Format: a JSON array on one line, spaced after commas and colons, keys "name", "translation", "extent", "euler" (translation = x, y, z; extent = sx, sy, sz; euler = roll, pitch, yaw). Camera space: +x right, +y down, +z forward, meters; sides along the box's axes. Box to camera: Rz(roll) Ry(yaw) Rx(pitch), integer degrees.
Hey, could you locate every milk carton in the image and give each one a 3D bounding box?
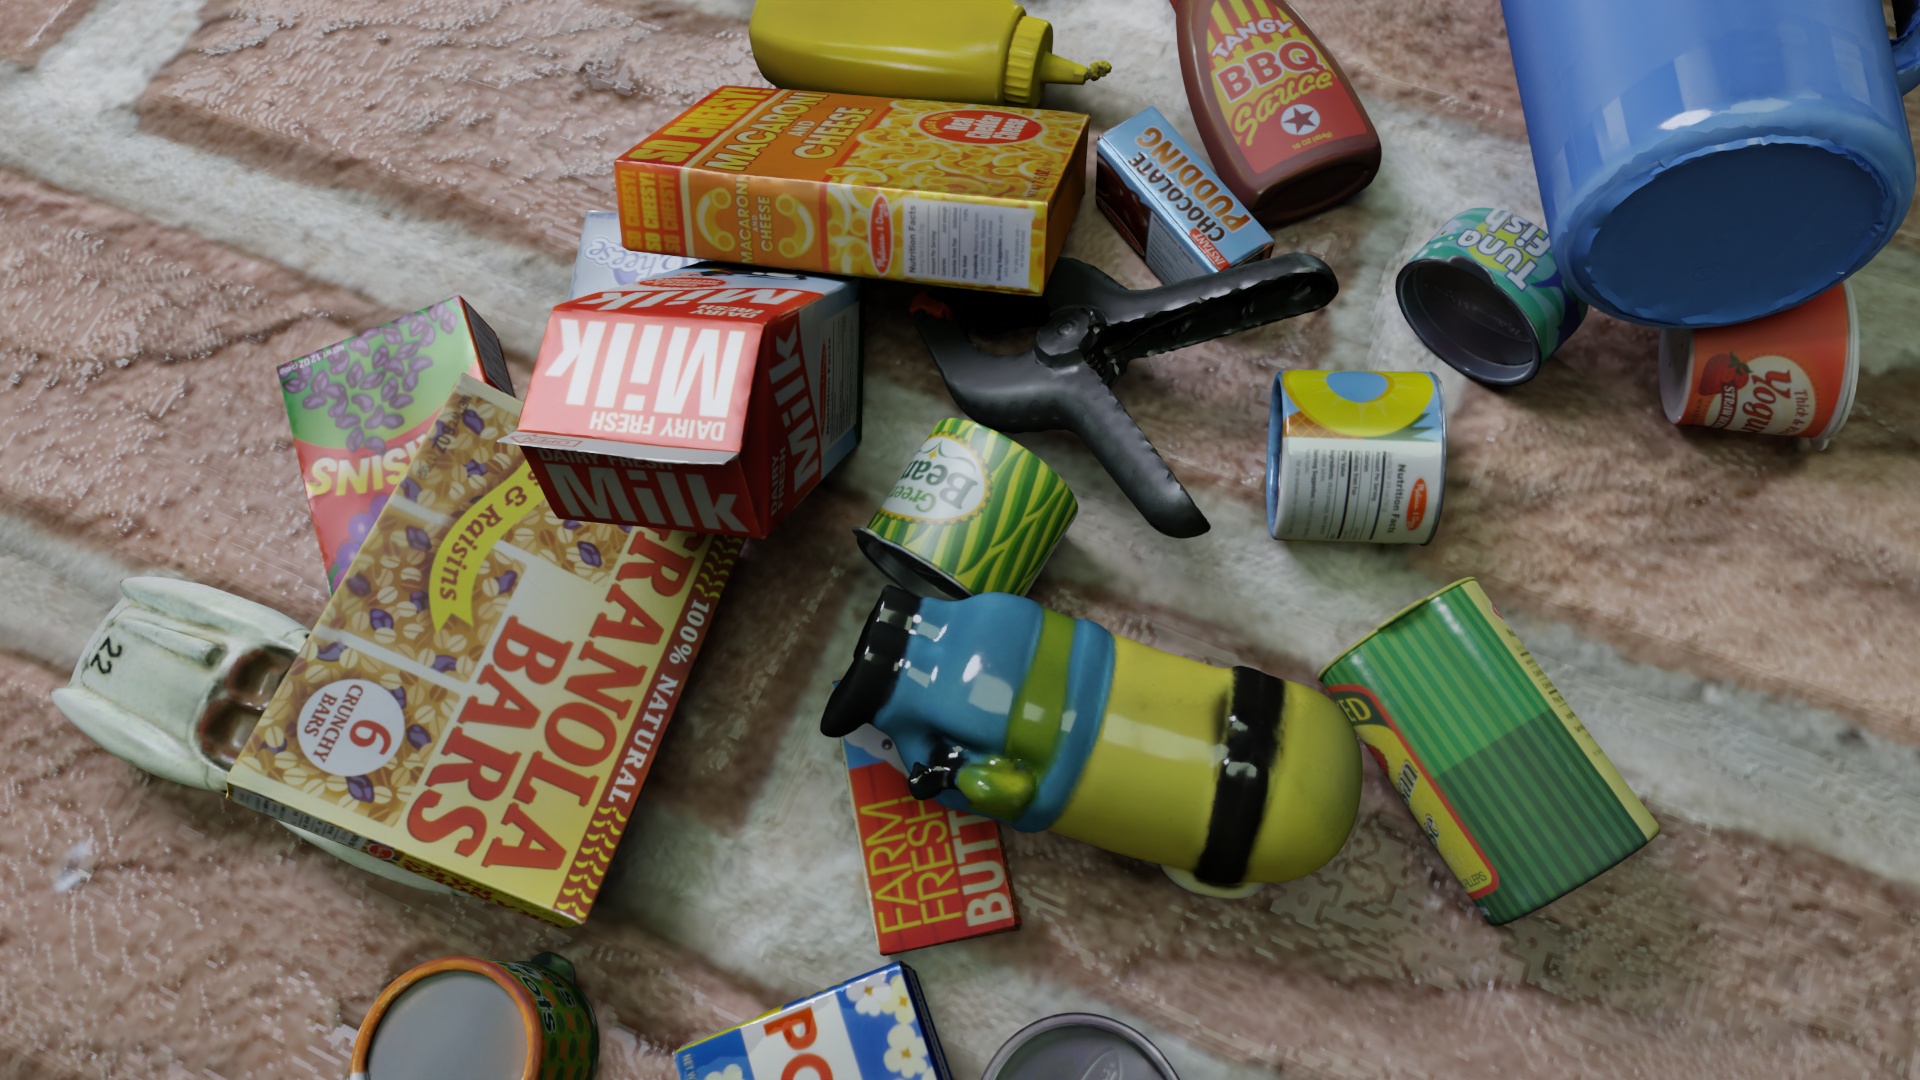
[{"name": "milk carton", "translation": [-0.088, -0.052, 0.491], "extent": [0.072, 0.191, 0.073], "euler": [5, 107, 7]}]

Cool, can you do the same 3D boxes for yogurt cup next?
[{"name": "yogurt cup", "translation": [0.300, -0.072, 0.528], "extent": [0.054, 0.072, 0.072], "euler": [0, 70, 15]}]

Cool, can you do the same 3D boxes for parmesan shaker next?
[{"name": "parmesan shaker", "translation": [0.181, 0.073, 0.483], "extent": [0.071, 0.071, 0.103], "euler": [-29, 70, -5]}]

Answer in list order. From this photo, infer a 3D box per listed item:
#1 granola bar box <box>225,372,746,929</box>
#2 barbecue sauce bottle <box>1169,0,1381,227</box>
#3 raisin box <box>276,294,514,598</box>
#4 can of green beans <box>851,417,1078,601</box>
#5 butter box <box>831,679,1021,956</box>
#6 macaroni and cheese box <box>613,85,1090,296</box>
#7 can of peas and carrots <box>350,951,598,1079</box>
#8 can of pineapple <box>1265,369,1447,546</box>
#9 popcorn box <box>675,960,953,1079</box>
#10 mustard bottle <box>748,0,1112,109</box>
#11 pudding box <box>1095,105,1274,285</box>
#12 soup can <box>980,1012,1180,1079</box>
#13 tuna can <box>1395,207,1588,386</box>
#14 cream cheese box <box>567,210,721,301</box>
[{"name": "granola bar box", "translation": [-0.163, 0.039, 0.504], "extent": [0.124, 0.039, 0.166], "euler": [28, 60, -17]}, {"name": "barbecue sauce bottle", "translation": [0.125, -0.210, 0.606], "extent": [0.065, 0.043, 0.149], "euler": [-20, 69, 0]}, {"name": "raisin box", "translation": [-0.225, -0.030, 0.580], "extent": [0.086, 0.040, 0.124], "euler": [-22, 68, -3]}, {"name": "can of green beans", "translation": [0.003, -0.005, 0.532], "extent": [0.071, 0.071, 0.058], "euler": [29, 76, 15]}, {"name": "butter box", "translation": [-0.013, 0.098, 0.519], "extent": [0.053, 0.024, 0.104], "euler": [-13, 69, 2]}, {"name": "macaroni and cheese box", "translation": [-0.038, -0.146, 0.567], "extent": [0.166, 0.040, 0.124], "euler": [7, 32, 9]}, {"name": "can of peas and carrots", "translation": [-0.167, 0.179, 0.487], "extent": [0.071, 0.058, 0.071], "euler": [-2, 71, 5]}, {"name": "can of pineapple", "translation": [0.148, -0.033, 0.529], "extent": [0.058, 0.070, 0.071], "euler": [2, 71, 7]}, {"name": "popcorn box", "translation": [-0.037, 0.219, 0.470], "extent": [0.085, 0.038, 0.127], "euler": [-21, 70, -2]}, {"name": "mustard bottle", "translation": [-0.011, -0.219, 0.621], "extent": [0.160, 0.048, 0.065], "euler": [15, 70, 10]}, {"name": "pudding box", "translation": [0.091, -0.134, 0.578], "extent": [0.030, 0.049, 0.084], "euler": [-33, 70, -8]}, {"name": "soup can", "translation": [0.042, 0.189, 0.449], "extent": [0.071, 0.083, 0.071], "euler": [-2, 71, 5]}, {"name": "tuna can", "translation": [0.207, -0.096, 0.542], "extent": [0.071, 0.071, 0.033], "euler": [41, 79, 17]}, {"name": "cream cheese box", "translation": [-0.117, -0.116, 0.607], "extent": [0.104, 0.024, 0.053], "euler": [2, 71, 7]}]
